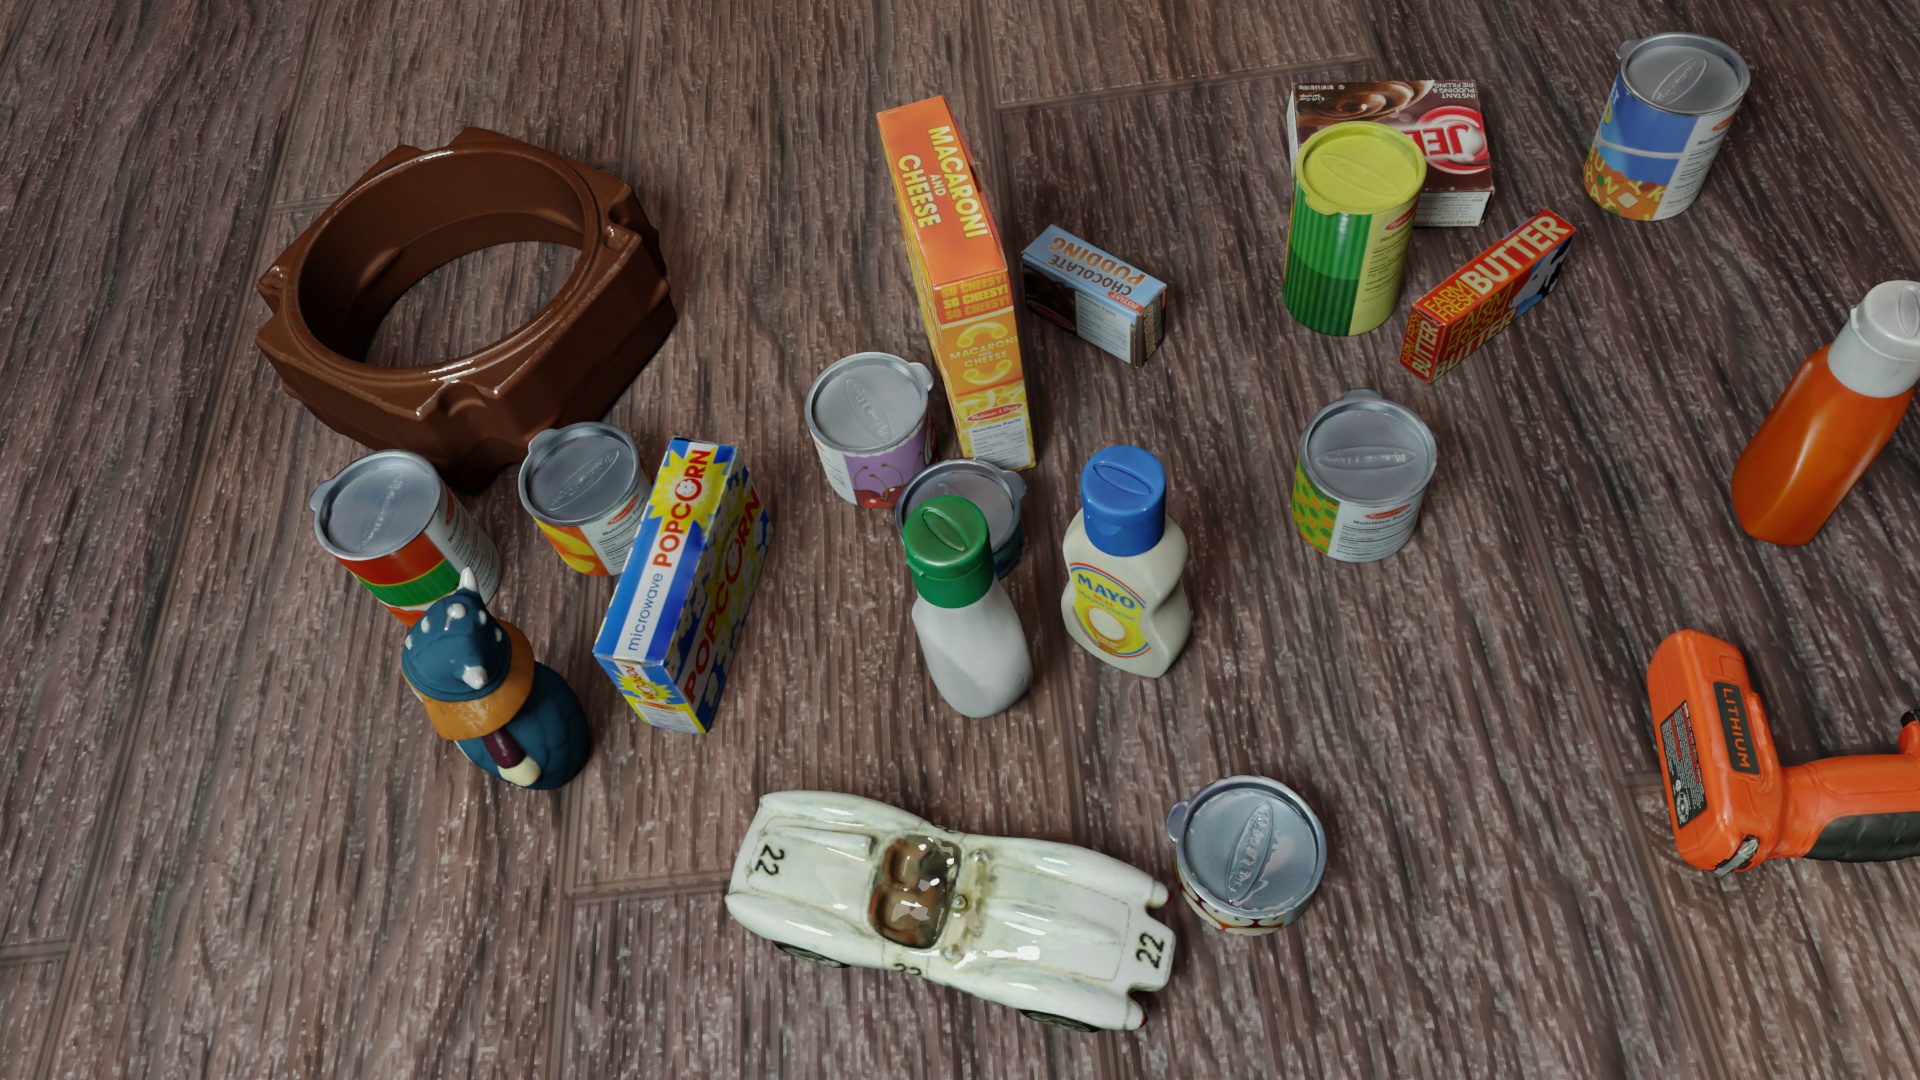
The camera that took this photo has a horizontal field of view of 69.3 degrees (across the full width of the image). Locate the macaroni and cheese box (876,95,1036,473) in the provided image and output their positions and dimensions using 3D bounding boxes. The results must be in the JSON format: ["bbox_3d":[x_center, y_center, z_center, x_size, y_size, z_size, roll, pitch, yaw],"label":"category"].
[{"bbox_3d":[0.001,-0.128,0.731,0.040,0.165,0.124,-16,59,-2],"label":"macaroni and cheese box"}]

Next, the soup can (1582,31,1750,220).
[{"bbox_3d":[0.397,-0.236,0.792,0.071,0.083,0.071,-3,59,6],"label":"soup can"}]

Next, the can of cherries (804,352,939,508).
[{"bbox_3d":[-0.044,-0.060,0.759,0.071,0.058,0.072,-3,59,6],"label":"can of cherries"}]

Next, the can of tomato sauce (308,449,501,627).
[{"bbox_3d":[-0.294,0.002,0.740,0.071,0.082,0.071,-3,59,6],"label":"can of tomato sauce"}]

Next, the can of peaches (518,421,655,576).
[{"bbox_3d":[-0.199,-0.023,0.757,0.071,0.057,0.071,-3,59,6],"label":"can of peaches"}]

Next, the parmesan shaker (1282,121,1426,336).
[{"bbox_3d":[0.212,-0.167,0.764,0.071,0.102,0.071,-3,59,6],"label":"parmesan shaker"}]

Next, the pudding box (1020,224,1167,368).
[{"bbox_3d":[0.076,-0.140,0.796,0.084,0.049,0.030,33,69,24],"label":"pudding box"}]

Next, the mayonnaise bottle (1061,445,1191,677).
[{"bbox_3d":[0.076,0.011,0.648,0.065,0.147,0.041,27,67,21],"label":"mayonnaise bottle"}]

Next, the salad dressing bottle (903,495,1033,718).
[{"bbox_3d":[0.002,0.033,0.645,0.044,0.147,0.064,-39,62,-15],"label":"salad dressing bottle"}]

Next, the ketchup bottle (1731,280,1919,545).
[{"bbox_3d":[0.407,-0.059,0.646,0.043,0.148,0.065,11,62,14],"label":"ketchup bottle"}]

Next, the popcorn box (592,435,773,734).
[{"bbox_3d":[-0.138,0.023,0.705,0.038,0.085,0.127,7,60,12],"label":"popcorn box"}]

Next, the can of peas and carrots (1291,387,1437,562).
[{"bbox_3d":[0.204,-0.033,0.710,0.071,0.058,0.071,-3,59,6],"label":"can of peas and carrots"}]

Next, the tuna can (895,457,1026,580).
[{"bbox_3d":[0.003,-0.009,0.737,0.071,0.032,0.071,-3,59,6],"label":"tuna can"}]

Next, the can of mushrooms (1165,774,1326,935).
[{"bbox_3d":[0.128,0.142,0.629,0.071,0.033,0.071,-3,59,6],"label":"can of mushrooms"}]

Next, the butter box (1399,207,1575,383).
[{"bbox_3d":[0.289,-0.134,0.763,0.104,0.053,0.024,-35,61,-13],"label":"butter box"}]
